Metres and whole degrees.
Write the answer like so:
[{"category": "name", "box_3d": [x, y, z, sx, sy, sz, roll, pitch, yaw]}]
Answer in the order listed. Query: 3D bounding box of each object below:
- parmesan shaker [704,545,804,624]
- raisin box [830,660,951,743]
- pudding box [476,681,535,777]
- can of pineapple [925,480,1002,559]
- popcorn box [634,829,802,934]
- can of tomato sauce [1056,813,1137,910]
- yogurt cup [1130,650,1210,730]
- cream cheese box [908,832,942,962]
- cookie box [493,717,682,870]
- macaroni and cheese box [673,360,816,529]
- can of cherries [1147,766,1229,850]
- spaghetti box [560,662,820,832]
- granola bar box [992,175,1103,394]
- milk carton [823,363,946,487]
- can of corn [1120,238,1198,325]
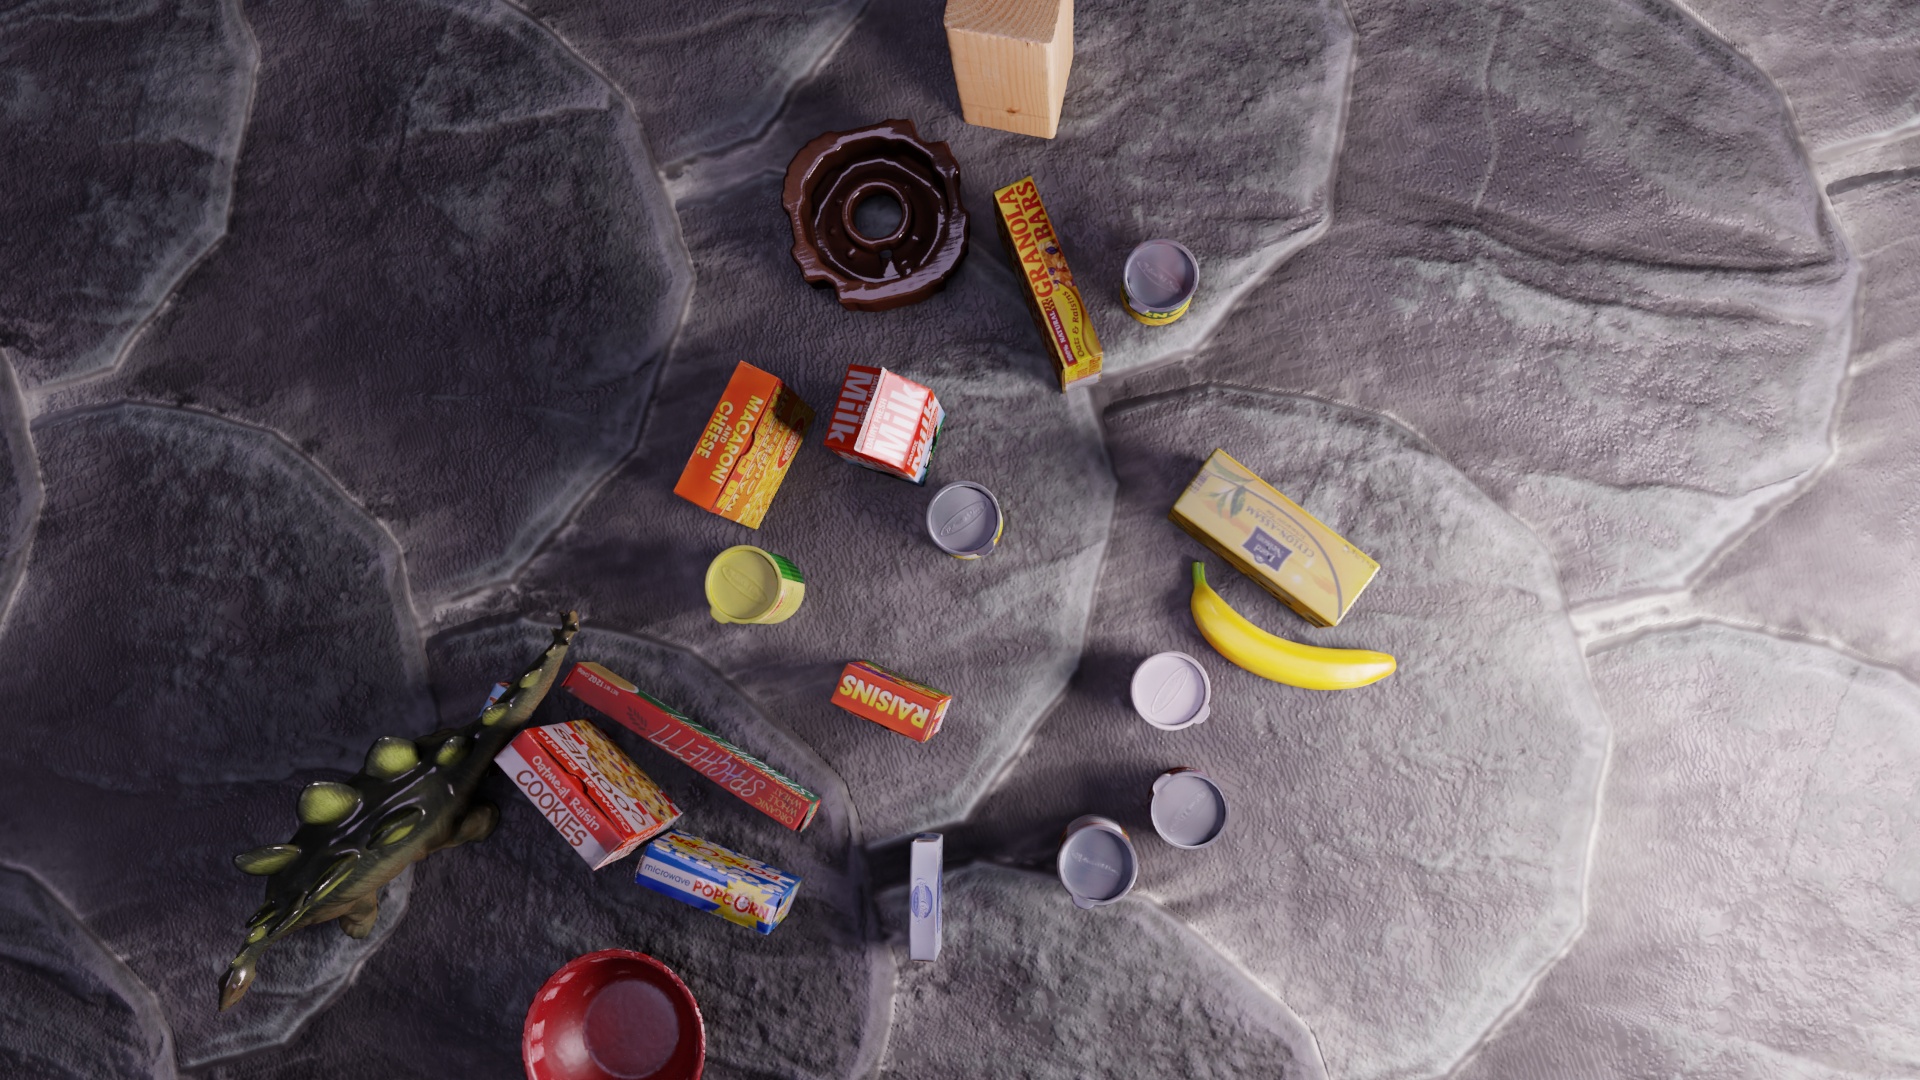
[{"category": "parmesan shaker", "box_3d": [-0.181, 0.043, 1.220, 0.071, 0.103, 0.071, 0, 86, 4]}, {"category": "raisin box", "box_3d": [-0.058, 0.137, 1.193, 0.086, 0.123, 0.040, 23, 88, 5]}, {"category": "pudding box", "box_3d": [-0.416, 0.170, 1.251, 0.030, 0.049, 0.083, 27, 88, 6]}, {"category": "can of pineapple", "box_3d": [0.004, -0.015, 1.235, 0.071, 0.058, 0.071, 0, 85, 4]}, {"category": "popcorn box", "box_3d": [-0.210, 0.295, 1.209, 0.127, 0.085, 0.038, 20, 87, 5]}, {"category": "can of tomato sauce", "box_3d": [0.116, 0.274, 1.190, 0.071, 0.083, 0.071, 0, 85, 4]}, {"category": "yogurt cup", "box_3d": [0.181, 0.130, 1.212, 0.072, 0.054, 0.072, 0, 85, 4]}, {"category": "cream cheese box", "box_3d": [-0.030, 0.310, 1.211, 0.024, 0.053, 0.104, 1, 85, 4]}, {"category": "cookie box", "box_3d": [-0.312, 0.210, 1.182, 0.040, 0.167, 0.123, -45, 84, 0]}, {"category": "macaroni and cheese box", "box_3d": [-0.181, -0.078, 1.198, 0.040, 0.166, 0.123, 26, 88, 6]}, {"category": "can of cherries", "box_3d": [0.194, 0.228, 1.200, 0.071, 0.058, 0.071, 0, 85, 4]}, {"category": "spaghetti box", "box_3d": [-0.238, 0.182, 1.238, 0.250, 0.050, 0.028, 30, 88, 6]}, {"category": "granola bar box", "box_3d": [0.076, -0.218, 1.214, 0.039, 0.124, 0.165, -22, 84, 2]}, {"category": "milk carton", "box_3d": [-0.064, -0.097, 1.180, 0.073, 0.190, 0.072, 18, 87, 5]}, {"category": "can of corn", "box_3d": [0.175, -0.228, 1.241, 0.071, 0.058, 0.071, 0, 85, 4]}]
